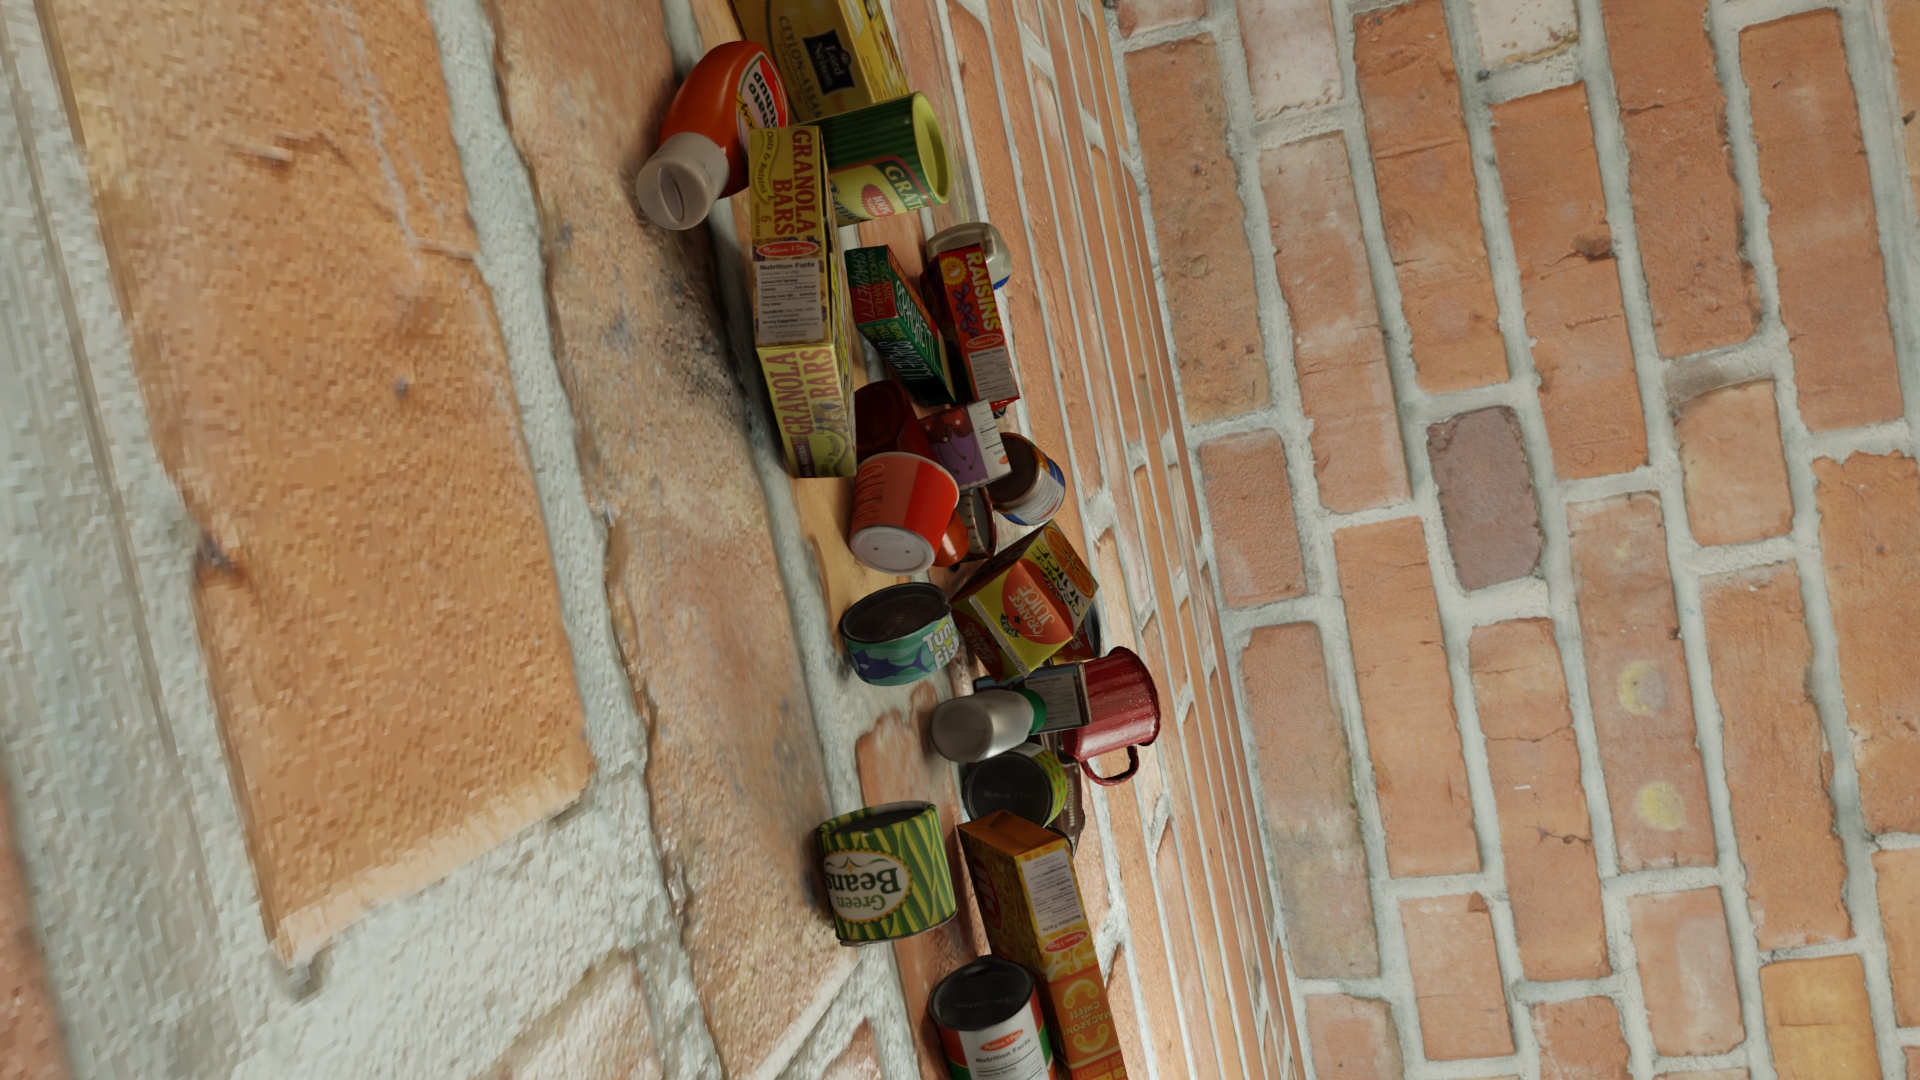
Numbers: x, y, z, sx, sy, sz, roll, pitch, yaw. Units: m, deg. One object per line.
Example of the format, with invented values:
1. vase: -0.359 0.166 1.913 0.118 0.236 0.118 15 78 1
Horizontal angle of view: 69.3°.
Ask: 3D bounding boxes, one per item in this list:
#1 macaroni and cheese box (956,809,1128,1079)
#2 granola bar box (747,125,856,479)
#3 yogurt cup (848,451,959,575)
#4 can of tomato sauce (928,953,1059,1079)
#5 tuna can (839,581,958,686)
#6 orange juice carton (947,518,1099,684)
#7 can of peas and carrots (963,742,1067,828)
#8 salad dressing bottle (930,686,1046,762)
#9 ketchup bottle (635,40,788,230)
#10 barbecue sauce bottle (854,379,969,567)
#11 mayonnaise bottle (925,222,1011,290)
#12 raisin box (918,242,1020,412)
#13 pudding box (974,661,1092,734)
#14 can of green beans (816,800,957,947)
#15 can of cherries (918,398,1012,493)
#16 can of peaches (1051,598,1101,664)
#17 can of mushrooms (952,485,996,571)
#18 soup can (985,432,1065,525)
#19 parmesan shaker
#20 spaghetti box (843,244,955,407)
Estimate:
1. macaroni and cheese box: 0.054 0.272 0.922 0.123 0.040 0.166 173 -98 -73
2. granola bar box: -0.081 -0.120 0.740 0.165 0.039 0.124 90 -5 -71
3. yogurt cup: -0.038 -0.015 0.870 0.072 0.072 0.054 62 31 -48
4. can of tomato sauce: 0.022 0.314 0.866 0.071 0.071 0.082 -62 140 -66
5. tuna can: -0.034 0.055 0.824 0.071 0.071 0.032 -72 149 -60
6. orange juice carton: 0.047 0.048 1.072 0.072 0.073 0.193 55 18 -3
7. can of peas and carrots: 0.041 0.186 1.015 0.059 0.071 0.071 5 75 -75
8. salad dressing bottle: 0.025 0.128 0.989 0.148 0.064 0.044 5 79 -71
9. ketchup bottle: -0.127 -0.205 0.714 0.149 0.043 0.064 -77 158 -53
10. barbecue sauce bottle: -0.032 -0.038 0.942 0.148 0.043 0.065 63 19 -48
11. mayonnaise bottle: 0.014 -0.244 1.209 0.148 0.065 0.041 -19 95 -78
12. raisin box: 0.006 -0.161 1.090 0.086 0.040 0.123 168 -92 -79
13. pudding box: 0.057 0.124 1.076 0.030 0.083 0.049 -4 84 -77
14. can of green beans: -0.039 0.174 0.737 0.071 0.071 0.058 -14 93 -75
15. can of cherries: -0.005 -0.066 1.012 0.072 0.071 0.058 -44 117 -72
16. can of peaches: 0.094 0.081 1.284 0.071 0.058 0.071 -11 91 -74
17. can of mushrooms: 0.004 -0.013 1.071 0.071 0.033 0.071 -12 91 -75
18. soup can: 0.046 -0.054 1.192 0.083 0.071 0.071 30 51 -69
19. parmesan shaker: -0.064 -0.223 0.837 0.071 0.103 0.071 -12 91 -74
20. spaghetti box: -0.037 -0.140 0.952 0.250 0.029 0.050 38 43 -80
